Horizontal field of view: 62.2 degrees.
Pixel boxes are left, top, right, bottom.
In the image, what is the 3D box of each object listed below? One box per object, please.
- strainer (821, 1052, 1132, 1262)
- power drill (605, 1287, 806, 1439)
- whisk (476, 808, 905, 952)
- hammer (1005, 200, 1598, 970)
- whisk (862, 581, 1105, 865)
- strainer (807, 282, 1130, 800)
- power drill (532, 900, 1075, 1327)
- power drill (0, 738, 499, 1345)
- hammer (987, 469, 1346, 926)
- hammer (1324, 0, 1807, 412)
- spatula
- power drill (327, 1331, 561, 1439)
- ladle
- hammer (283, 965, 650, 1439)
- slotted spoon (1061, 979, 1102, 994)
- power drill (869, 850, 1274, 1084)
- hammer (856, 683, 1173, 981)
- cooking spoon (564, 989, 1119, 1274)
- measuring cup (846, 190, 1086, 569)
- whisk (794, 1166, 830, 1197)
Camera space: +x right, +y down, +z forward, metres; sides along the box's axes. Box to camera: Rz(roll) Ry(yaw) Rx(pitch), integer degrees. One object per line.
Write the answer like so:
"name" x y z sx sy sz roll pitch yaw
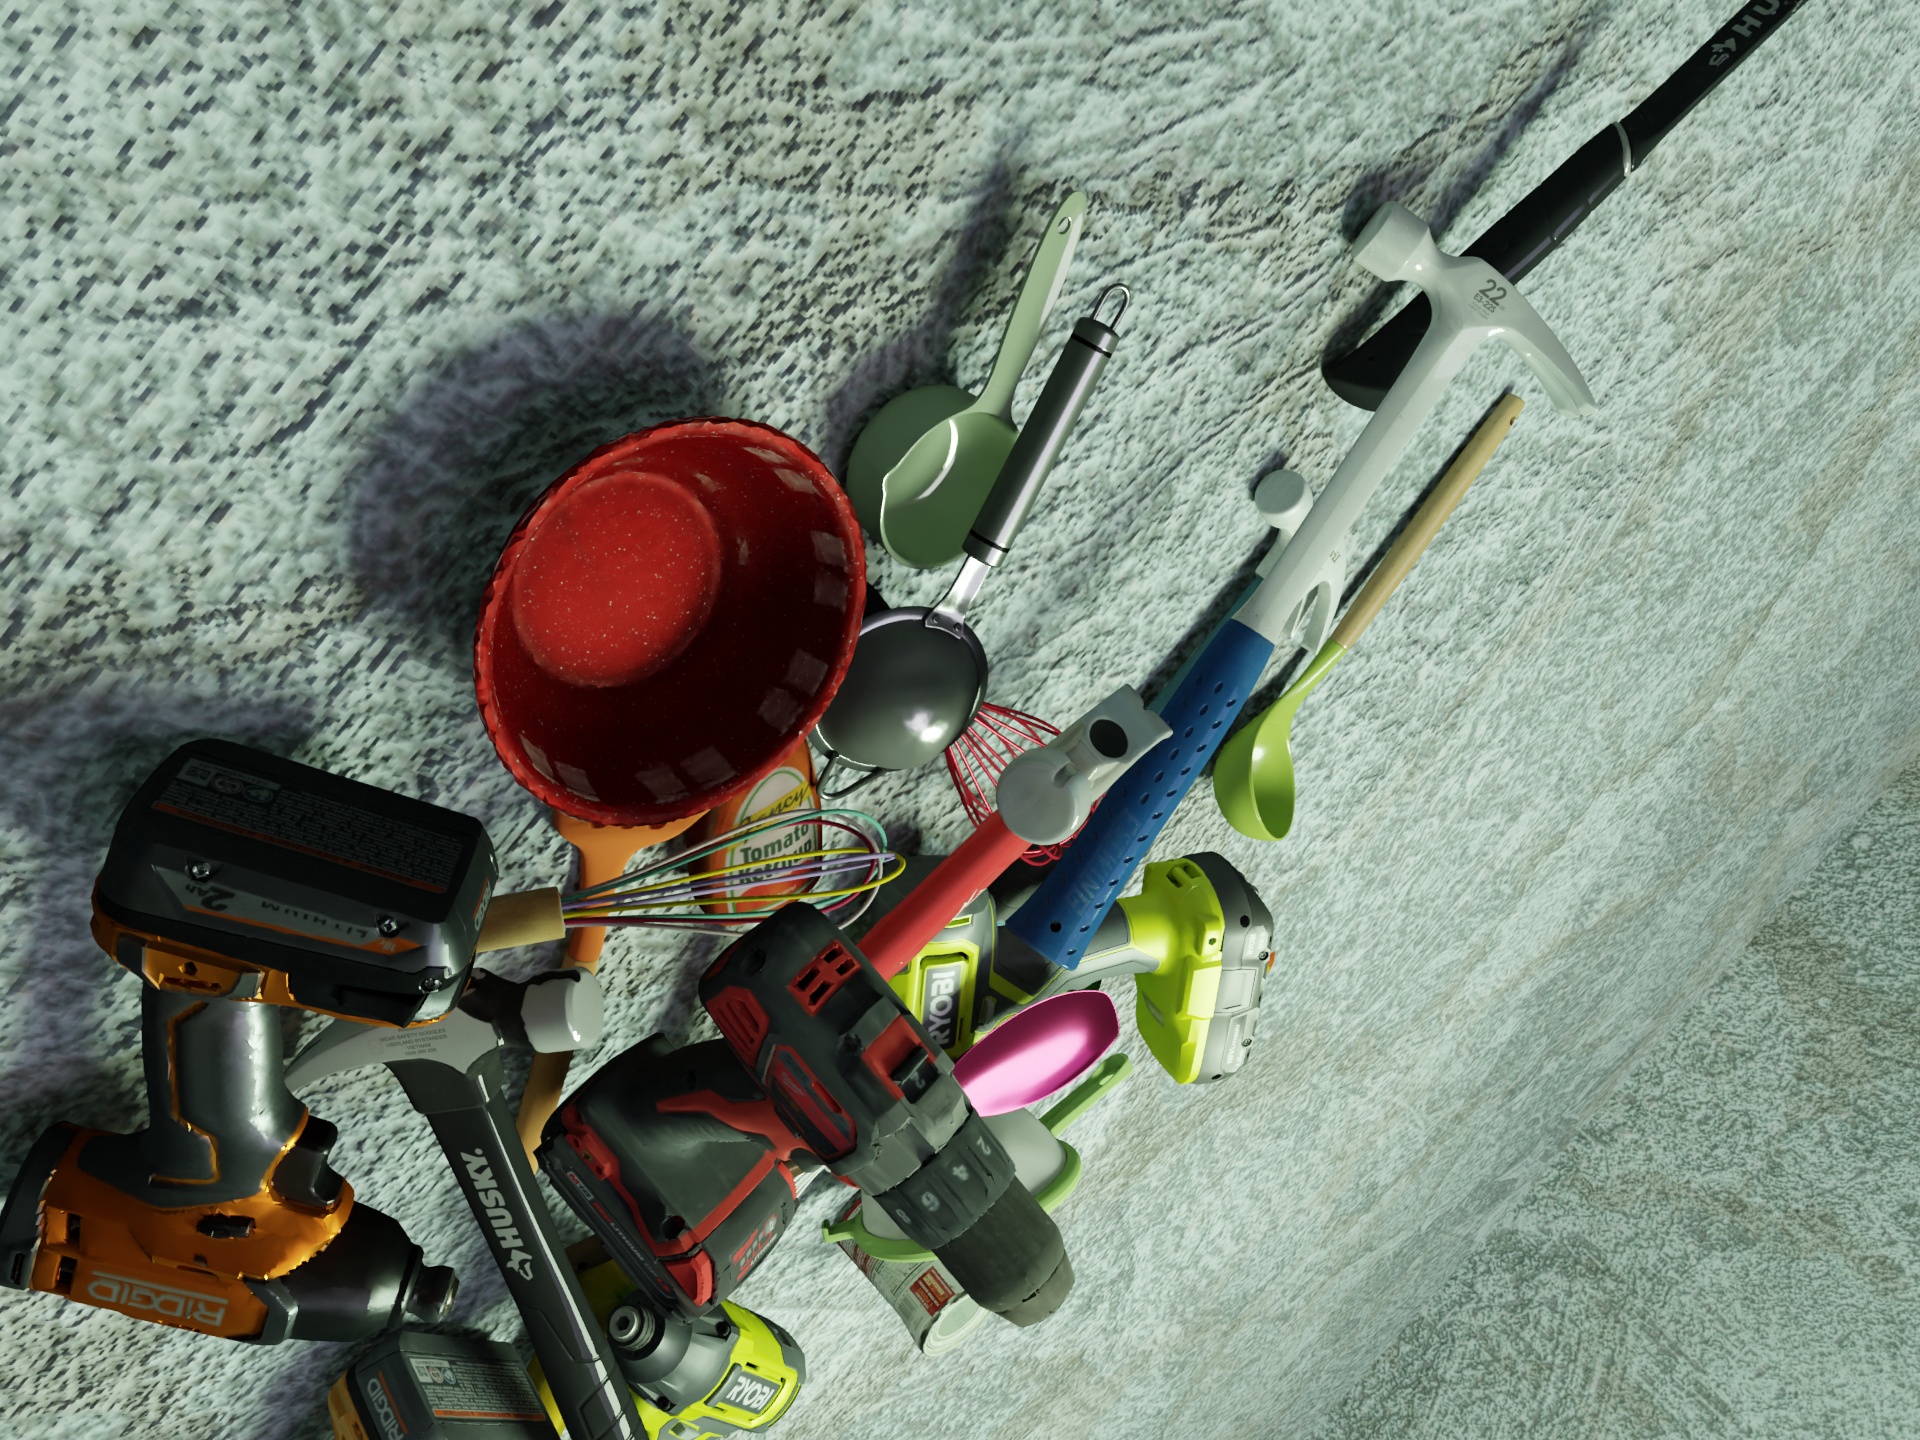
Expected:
"strainer" 0.029 0.259 1.041 0.256 0.151 0.069 -25 99 -46
"power drill" -0.188 0.388 0.804 0.223 0.080 0.171 -50 148 -14
"whisk" -0.141 0.075 0.652 0.245 0.047 0.051 -8 134 -14
"hammer" 0.157 -0.050 0.795 0.405 0.144 0.035 -56 -176 1
"whisk" -0.001 -0.002 0.775 0.073 0.073 0.295 -46 140 -2
"strainer" 0.007 -0.065 0.670 0.086 0.050 0.258 18 106 -34
"power drill" -0.069 0.189 0.674 0.226 0.188 0.080 -38 -178 45
"power drill" -0.243 0.134 0.577 0.164 0.084 0.226 19 114 -14
"hammer" 0.105 0.011 0.923 0.331 0.033 0.128 -50 144 4
"hammer" 0.350 -0.310 0.813 0.409 0.149 0.036 -43 146 10
"spatula" -0.177 0.130 0.731 0.081 0.041 0.322 4 124 -29
"power drill" -0.321 0.433 0.845 0.226 0.084 0.185 -43 148 0
"ladle" 0.263 -0.064 0.999 0.320 0.062 0.078 -55 145 7
"hammer" -0.180 0.257 0.688 0.146 0.035 0.334 -10 113 12
"slotted spoon" -0.046 0.194 0.929 0.314 0.070 0.031 -25 164 -20
"power drill" 0.051 0.163 0.903 0.228 0.080 0.190 -5 116 -21
"hammer" -0.048 0.124 0.782 0.386 0.038 0.143 -46 173 29
"cooking spoon" -0.062 0.218 0.835 0.319 0.017 0.068 -23 126 -8
"measuring cup" 0.004 -0.144 0.660 0.083 0.038 0.167 1 121 -47
"whisk" -0.091 0.268 0.962 0.246 0.058 0.059 -34 178 -24
